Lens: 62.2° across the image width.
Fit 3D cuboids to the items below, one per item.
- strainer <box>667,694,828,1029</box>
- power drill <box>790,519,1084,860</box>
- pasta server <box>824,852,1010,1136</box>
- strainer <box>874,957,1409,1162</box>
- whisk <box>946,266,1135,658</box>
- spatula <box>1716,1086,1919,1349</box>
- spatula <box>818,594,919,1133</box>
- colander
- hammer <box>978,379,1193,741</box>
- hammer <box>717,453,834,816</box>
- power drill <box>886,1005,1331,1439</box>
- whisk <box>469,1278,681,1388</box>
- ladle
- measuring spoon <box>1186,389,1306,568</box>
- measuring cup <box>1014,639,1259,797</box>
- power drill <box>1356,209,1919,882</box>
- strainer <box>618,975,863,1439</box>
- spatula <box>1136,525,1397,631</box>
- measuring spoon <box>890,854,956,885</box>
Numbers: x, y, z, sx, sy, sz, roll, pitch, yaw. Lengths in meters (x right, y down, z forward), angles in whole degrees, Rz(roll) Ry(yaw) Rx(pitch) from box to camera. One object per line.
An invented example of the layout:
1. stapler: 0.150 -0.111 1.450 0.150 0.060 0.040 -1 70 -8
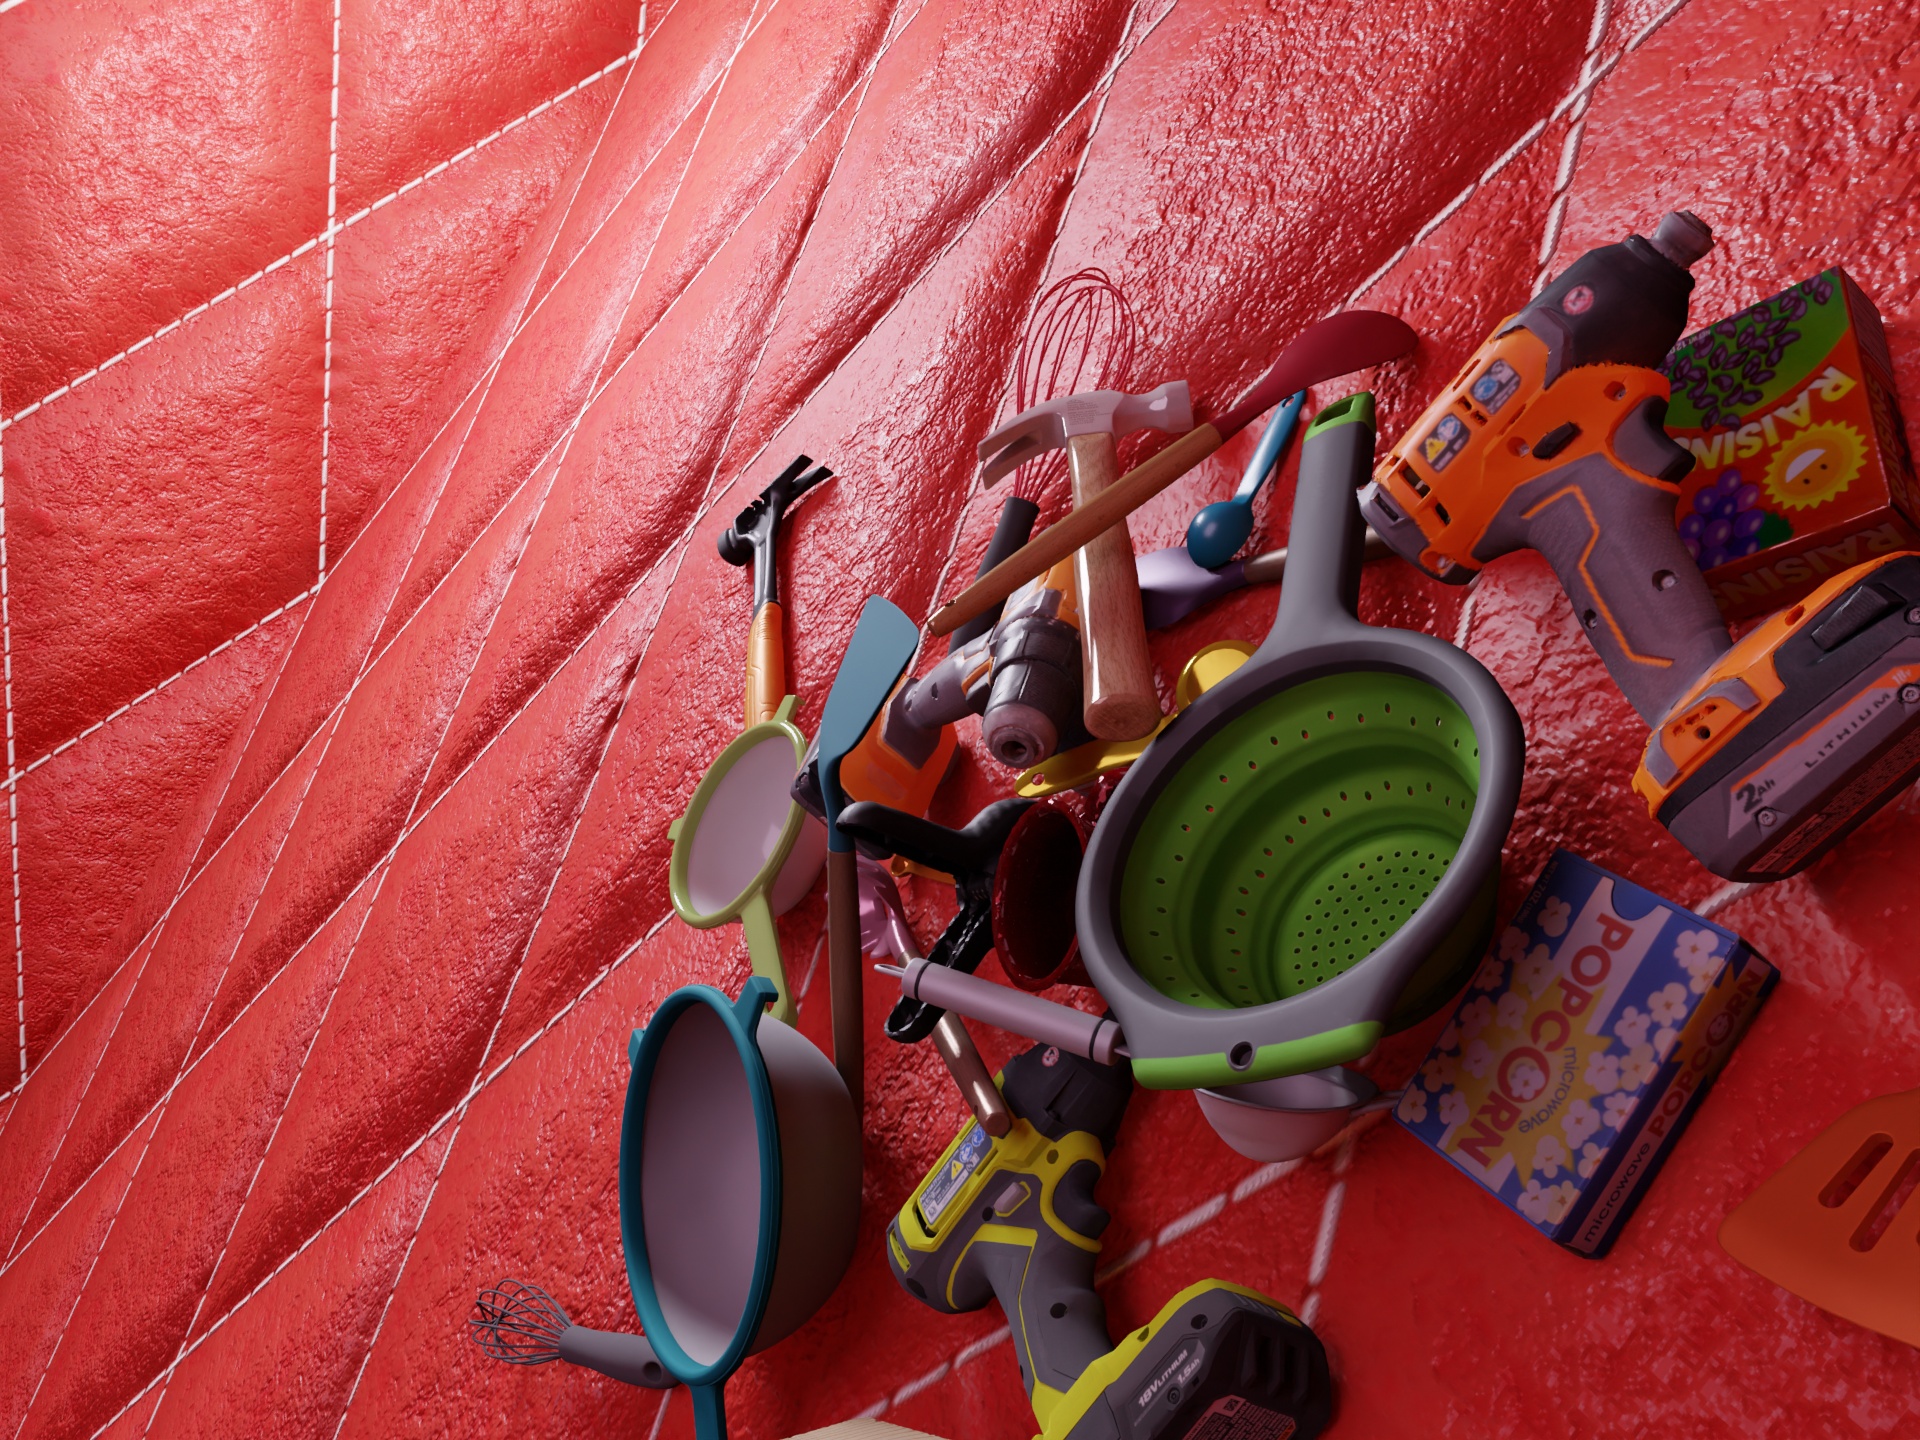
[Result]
1. strainer: -0.116 0.113 1.041 0.151 0.069 0.257 -46 37 21
2. power drill: -0.001 -0.003 0.920 0.226 0.084 0.185 -37 21 36
3. pasta server: -0.029 0.144 0.875 0.316 0.040 0.060 -133 45 -69
4. strainer: 0.072 0.146 0.699 0.258 0.087 0.050 14 97 27
5. whisk: 0.048 -0.160 1.041 0.073 0.073 0.296 10 79 56
6. spatula: 0.345 0.042 0.504 0.081 0.041 0.322 17 79 57
7. spatula: -0.054 0.092 0.876 0.082 0.044 0.317 -139 45 -61
8. colander: 0.176 0.005 0.721 0.204 0.094 0.397 -19 40 38
9. hammer: 0.074 -0.097 0.856 0.130 0.031 0.332 -7 36 7
10. hammer: -0.148 -0.065 1.251 0.127 0.034 0.337 -38 39 32
11. power drill: 0.059 0.243 0.705 0.171 0.080 0.223 -54 31 10
12. whisk: -0.248 0.399 1.026 0.239 0.055 0.055 -10 58 45
13. ladle: 0.111 -0.134 0.825 0.315 0.031 0.069 -35 29 -13
14. measuring spoon: 0.160 -0.143 0.894 0.042 0.021 0.129 3 61 58
15. measuring cup: 0.094 0.004 0.828 0.156 0.029 0.062 -23 60 15
16. power drill: 0.266 -0.072 0.587 0.164 0.084 0.227 -53 51 30
17. strainer: -0.105 0.315 0.870 0.211 0.095 0.341 -32 60 53
18. spatula: 0.176 -0.086 0.847 0.316 0.018 0.060 -9 54 51
19. measuring spoon: -0.003 0.091 0.963 0.117 0.011 0.021 1 66 50
